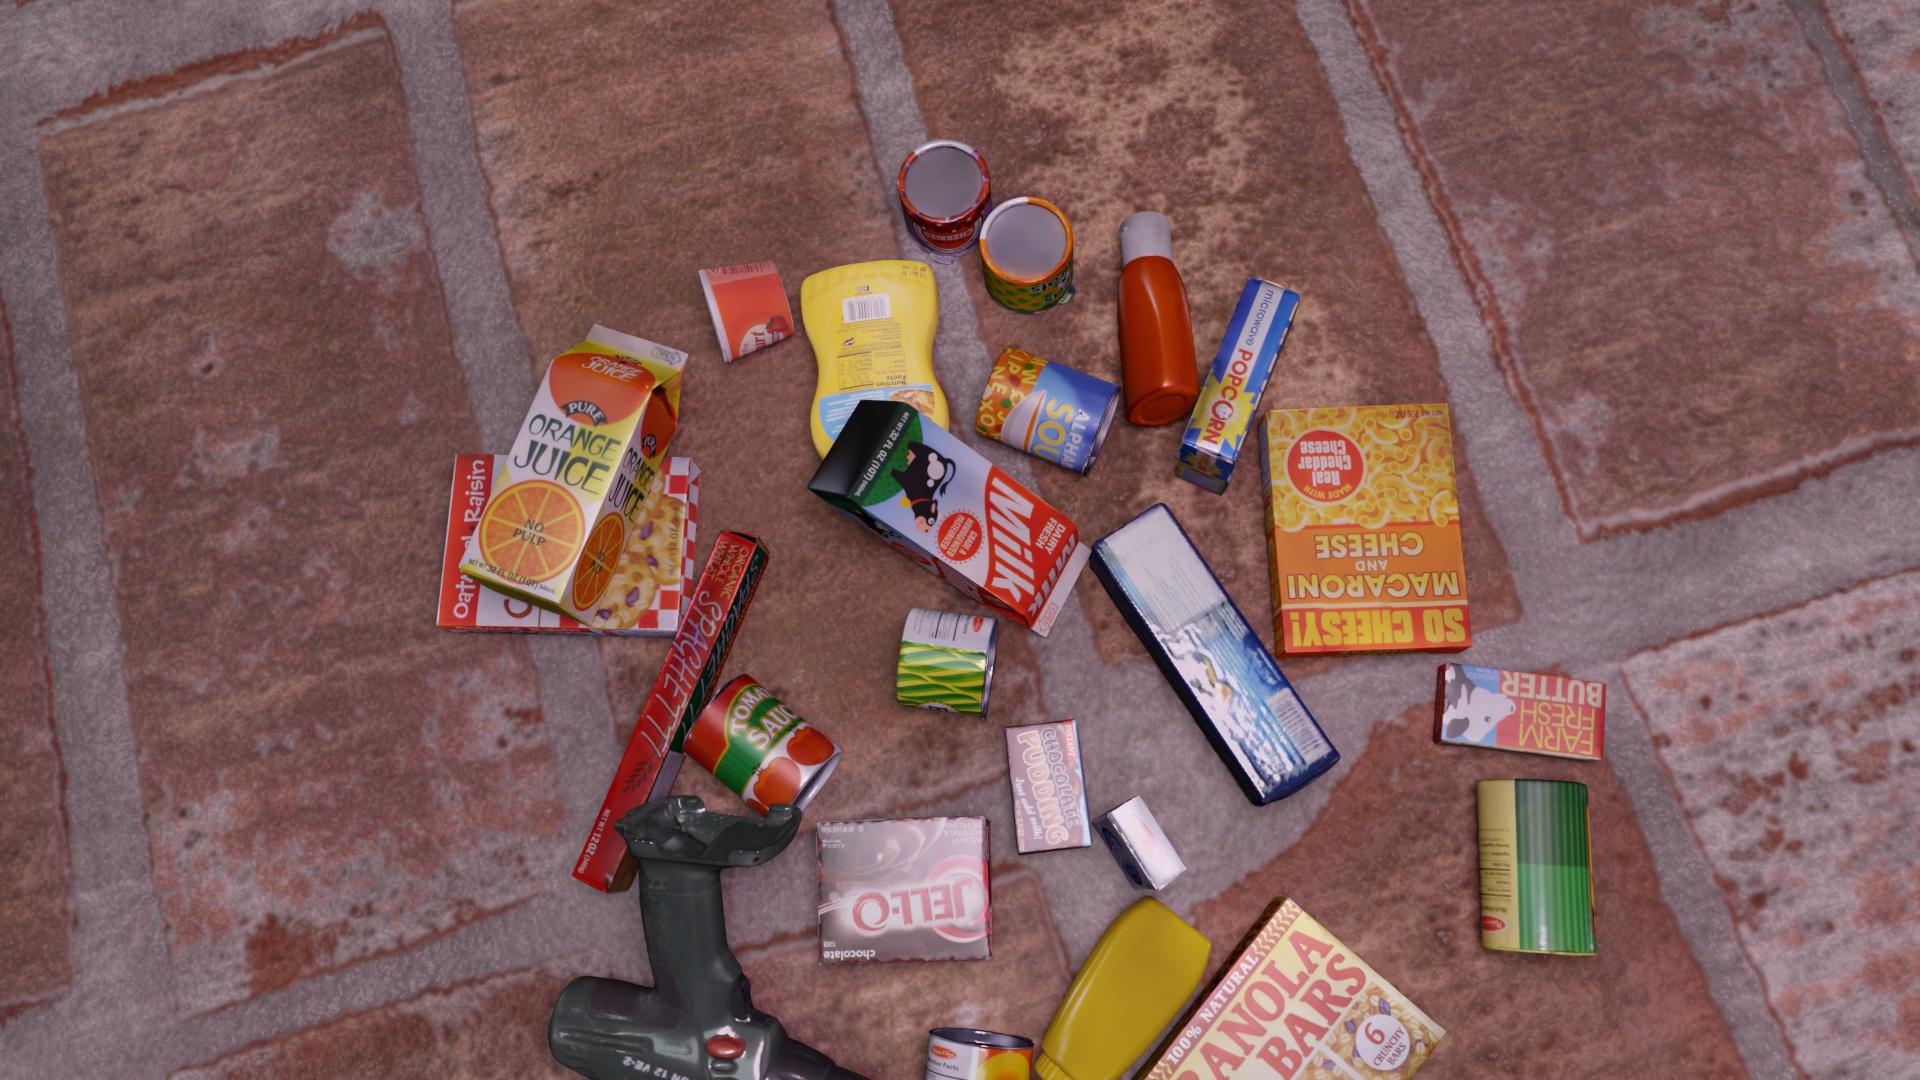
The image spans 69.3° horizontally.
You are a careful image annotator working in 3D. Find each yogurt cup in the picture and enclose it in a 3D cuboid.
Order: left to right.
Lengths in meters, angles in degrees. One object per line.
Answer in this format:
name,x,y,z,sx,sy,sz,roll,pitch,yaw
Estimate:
yogurt cup,-0.151,-0.166,0.988,0.054,0.072,0.072,-17,76,-8

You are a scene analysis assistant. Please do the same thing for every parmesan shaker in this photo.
parmesan shaker,0.359,0.202,0.864,0.071,0.071,0.103,2,77,4

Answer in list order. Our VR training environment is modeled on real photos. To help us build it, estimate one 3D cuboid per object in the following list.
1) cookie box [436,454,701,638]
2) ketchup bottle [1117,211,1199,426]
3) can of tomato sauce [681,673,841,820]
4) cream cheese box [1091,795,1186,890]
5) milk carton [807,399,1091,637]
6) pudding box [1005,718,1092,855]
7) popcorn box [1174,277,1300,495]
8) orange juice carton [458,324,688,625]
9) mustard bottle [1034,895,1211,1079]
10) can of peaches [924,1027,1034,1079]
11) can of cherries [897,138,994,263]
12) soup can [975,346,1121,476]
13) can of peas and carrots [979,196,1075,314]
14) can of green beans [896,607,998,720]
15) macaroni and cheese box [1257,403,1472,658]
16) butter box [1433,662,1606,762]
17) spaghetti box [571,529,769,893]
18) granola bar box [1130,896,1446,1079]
cookie box,-0.271,0.004,0.968,0.167,0.040,0.123,1,77,3
ketchup bottle,0.134,-0.158,0.970,0.043,0.064,0.149,5,68,-19
can of tomato sauce,-0.129,0.137,0.912,0.083,0.071,0.071,36,82,10
cream cheese box,0.110,0.190,0.867,0.024,0.103,0.053,-31,78,-7
milk carton,0.003,-0.011,0.913,0.190,0.073,0.072,34,80,-25
pudding box,0.058,0.162,0.914,0.050,0.030,0.084,-6,77,1
popcorn box,0.187,-0.103,0.940,0.038,0.085,0.127,22,80,9
orange juice carton,-0.249,-0.049,0.921,0.072,0.073,0.193,19,77,7
mustard bottle,0.090,0.301,0.870,0.065,0.048,0.160,38,83,11
can of peaches,0.012,0.337,0.859,0.071,0.071,0.058,6,78,5
can of cherries,-0.010,-0.243,0.999,0.071,0.058,0.071,-1,77,4
soup can,0.059,-0.087,0.953,0.084,0.071,0.071,21,79,9
can of peas and carrots,0.049,-0.200,0.985,0.071,0.058,0.071,-1,77,4
can of green beans,-0.008,0.081,0.919,0.058,0.071,0.071,7,78,6
macaroni and cheese box,0.270,-0.006,0.935,0.124,0.040,0.167,-2,76,3
butter box,0.365,0.113,0.909,0.103,0.024,0.053,6,78,6
spaghetti box,-0.190,0.112,0.932,0.029,0.050,0.250,20,79,7
granola bar box,0.197,0.326,0.862,0.124,0.039,0.166,40,82,11
